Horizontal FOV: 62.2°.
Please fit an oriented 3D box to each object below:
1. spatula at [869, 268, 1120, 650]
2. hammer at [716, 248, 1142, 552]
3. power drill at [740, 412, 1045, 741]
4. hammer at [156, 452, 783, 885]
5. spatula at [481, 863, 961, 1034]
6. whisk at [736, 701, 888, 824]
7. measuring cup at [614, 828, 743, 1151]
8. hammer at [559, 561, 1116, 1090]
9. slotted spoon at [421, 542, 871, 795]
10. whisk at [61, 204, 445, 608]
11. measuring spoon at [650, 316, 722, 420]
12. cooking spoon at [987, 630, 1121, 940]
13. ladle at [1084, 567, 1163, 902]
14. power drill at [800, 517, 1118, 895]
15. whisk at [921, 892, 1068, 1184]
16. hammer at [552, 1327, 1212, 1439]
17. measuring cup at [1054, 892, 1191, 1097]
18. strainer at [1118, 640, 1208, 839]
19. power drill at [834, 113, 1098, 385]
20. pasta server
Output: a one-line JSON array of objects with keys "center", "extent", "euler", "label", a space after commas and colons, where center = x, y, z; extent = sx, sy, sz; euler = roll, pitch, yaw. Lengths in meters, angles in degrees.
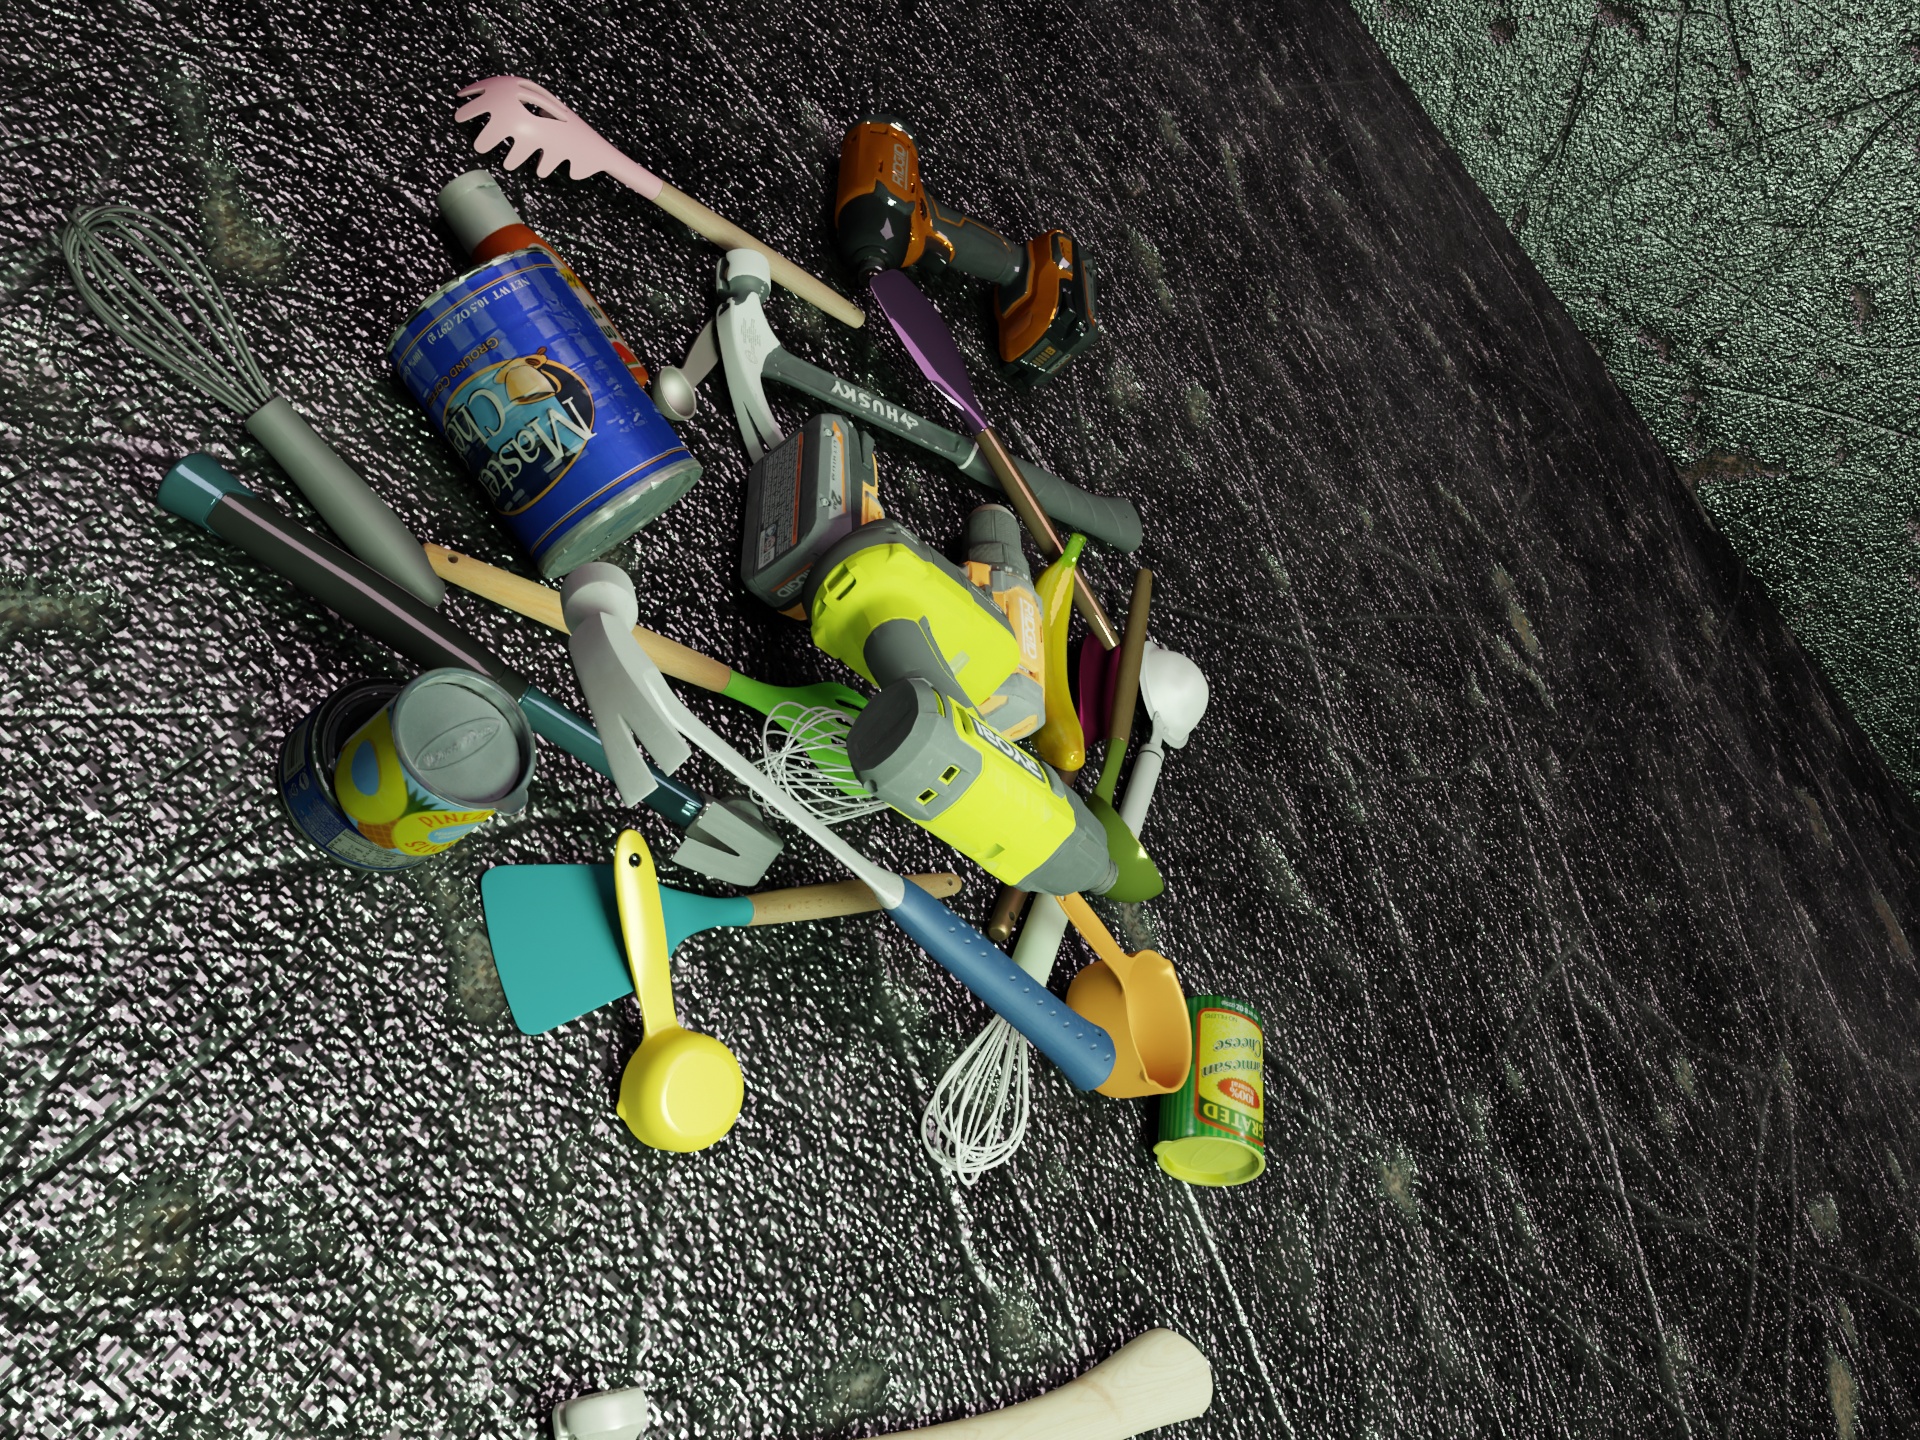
[{"center": [0.030, -0.188, 1.152], "extent": [0.316, 0.018, 0.060], "euler": [58, 39, -6], "label": "spatula"}, {"center": [-0.006, -0.196, 1.157], "extent": [0.408, 0.036, 0.149], "euler": [18, 57, -41], "label": "hammer"}, {"center": [-0.031, -0.107, 1.037], "extent": [0.226, 0.084, 0.186], "euler": [31, 42, -36], "label": "power drill"}, {"center": [-0.223, -0.018, 0.760], "extent": [0.330, 0.033, 0.128], "euler": [36, -1, -18], "label": "hammer"}, {"center": [-0.106, 0.102, 0.855], "extent": [0.317, 0.044, 0.082], "euler": [1, 65, -53], "label": "spatula"}, {"center": [-0.028, 0.035, 0.931], "extent": [0.284, 0.070, 0.070], "euler": [12, 56, -59], "label": "whisk"}, {"center": [-0.138, 0.128, 0.751], "extent": [0.062, 0.029, 0.156], "euler": [-14, 97, -40], "label": "measuring cup"}, {"center": [-0.041, 0.083, 0.788], "extent": [0.405, 0.035, 0.144], "euler": [44, 10, -36], "label": "hammer"}, {"center": [-0.154, -0.030, 0.888], "extent": [0.313, 0.031, 0.070], "euler": [25, 52, -34], "label": "slotted spoon"}, {"center": [-0.332, -0.146, 0.758], "extent": [0.238, 0.055, 0.055], "euler": [51, 38, -17], "label": "whisk"}, {"center": [-0.172, -0.227, 1.015], "extent": [0.034, 0.018, 0.124], "euler": [57, 28, -28], "label": "measuring spoon"}, {"center": [0.071, 0.037, 1.097], "extent": [0.068, 0.017, 0.319], "euler": [54, 36, -22], "label": "cooking spoon"}, {"center": [0.126, -0.003, 1.131], "extent": [0.320, 0.062, 0.078], "euler": [-76, 147, -43], "label": "ladle"}, {"center": [-0.001, -0.003, 0.864], "extent": [0.171, 0.080, 0.223], "euler": [36, 18, -34], "label": "power drill"}, {"center": [0.033, 0.173, 0.946], "extent": [0.246, 0.058, 0.059], "euler": [-63, 149, -51], "label": "whisk"}, {"center": [-0.006, 0.369, 0.770], "extent": [0.410, 0.038, 0.146], "euler": [9, 60, -45], "label": "hammer"}, {"center": [0.080, 0.160, 0.969], "extent": [0.173, 0.052, 0.095], "euler": [54, 34, -27], "label": "measuring cup"}, {"center": [0.145, 0.022, 1.175], "extent": [0.086, 0.050, 0.259], "euler": [55, 39, -28], "label": "strainer"}, {"center": [0.000, -0.356, 1.242], "extent": [0.226, 0.084, 0.164], "euler": [25, 48, -30], "label": "power drill"}, {"center": [-0.187, -0.337, 1.065], "extent": [0.316, 0.040, 0.060], "euler": [23, 49, -42], "label": "pasta server"}]
